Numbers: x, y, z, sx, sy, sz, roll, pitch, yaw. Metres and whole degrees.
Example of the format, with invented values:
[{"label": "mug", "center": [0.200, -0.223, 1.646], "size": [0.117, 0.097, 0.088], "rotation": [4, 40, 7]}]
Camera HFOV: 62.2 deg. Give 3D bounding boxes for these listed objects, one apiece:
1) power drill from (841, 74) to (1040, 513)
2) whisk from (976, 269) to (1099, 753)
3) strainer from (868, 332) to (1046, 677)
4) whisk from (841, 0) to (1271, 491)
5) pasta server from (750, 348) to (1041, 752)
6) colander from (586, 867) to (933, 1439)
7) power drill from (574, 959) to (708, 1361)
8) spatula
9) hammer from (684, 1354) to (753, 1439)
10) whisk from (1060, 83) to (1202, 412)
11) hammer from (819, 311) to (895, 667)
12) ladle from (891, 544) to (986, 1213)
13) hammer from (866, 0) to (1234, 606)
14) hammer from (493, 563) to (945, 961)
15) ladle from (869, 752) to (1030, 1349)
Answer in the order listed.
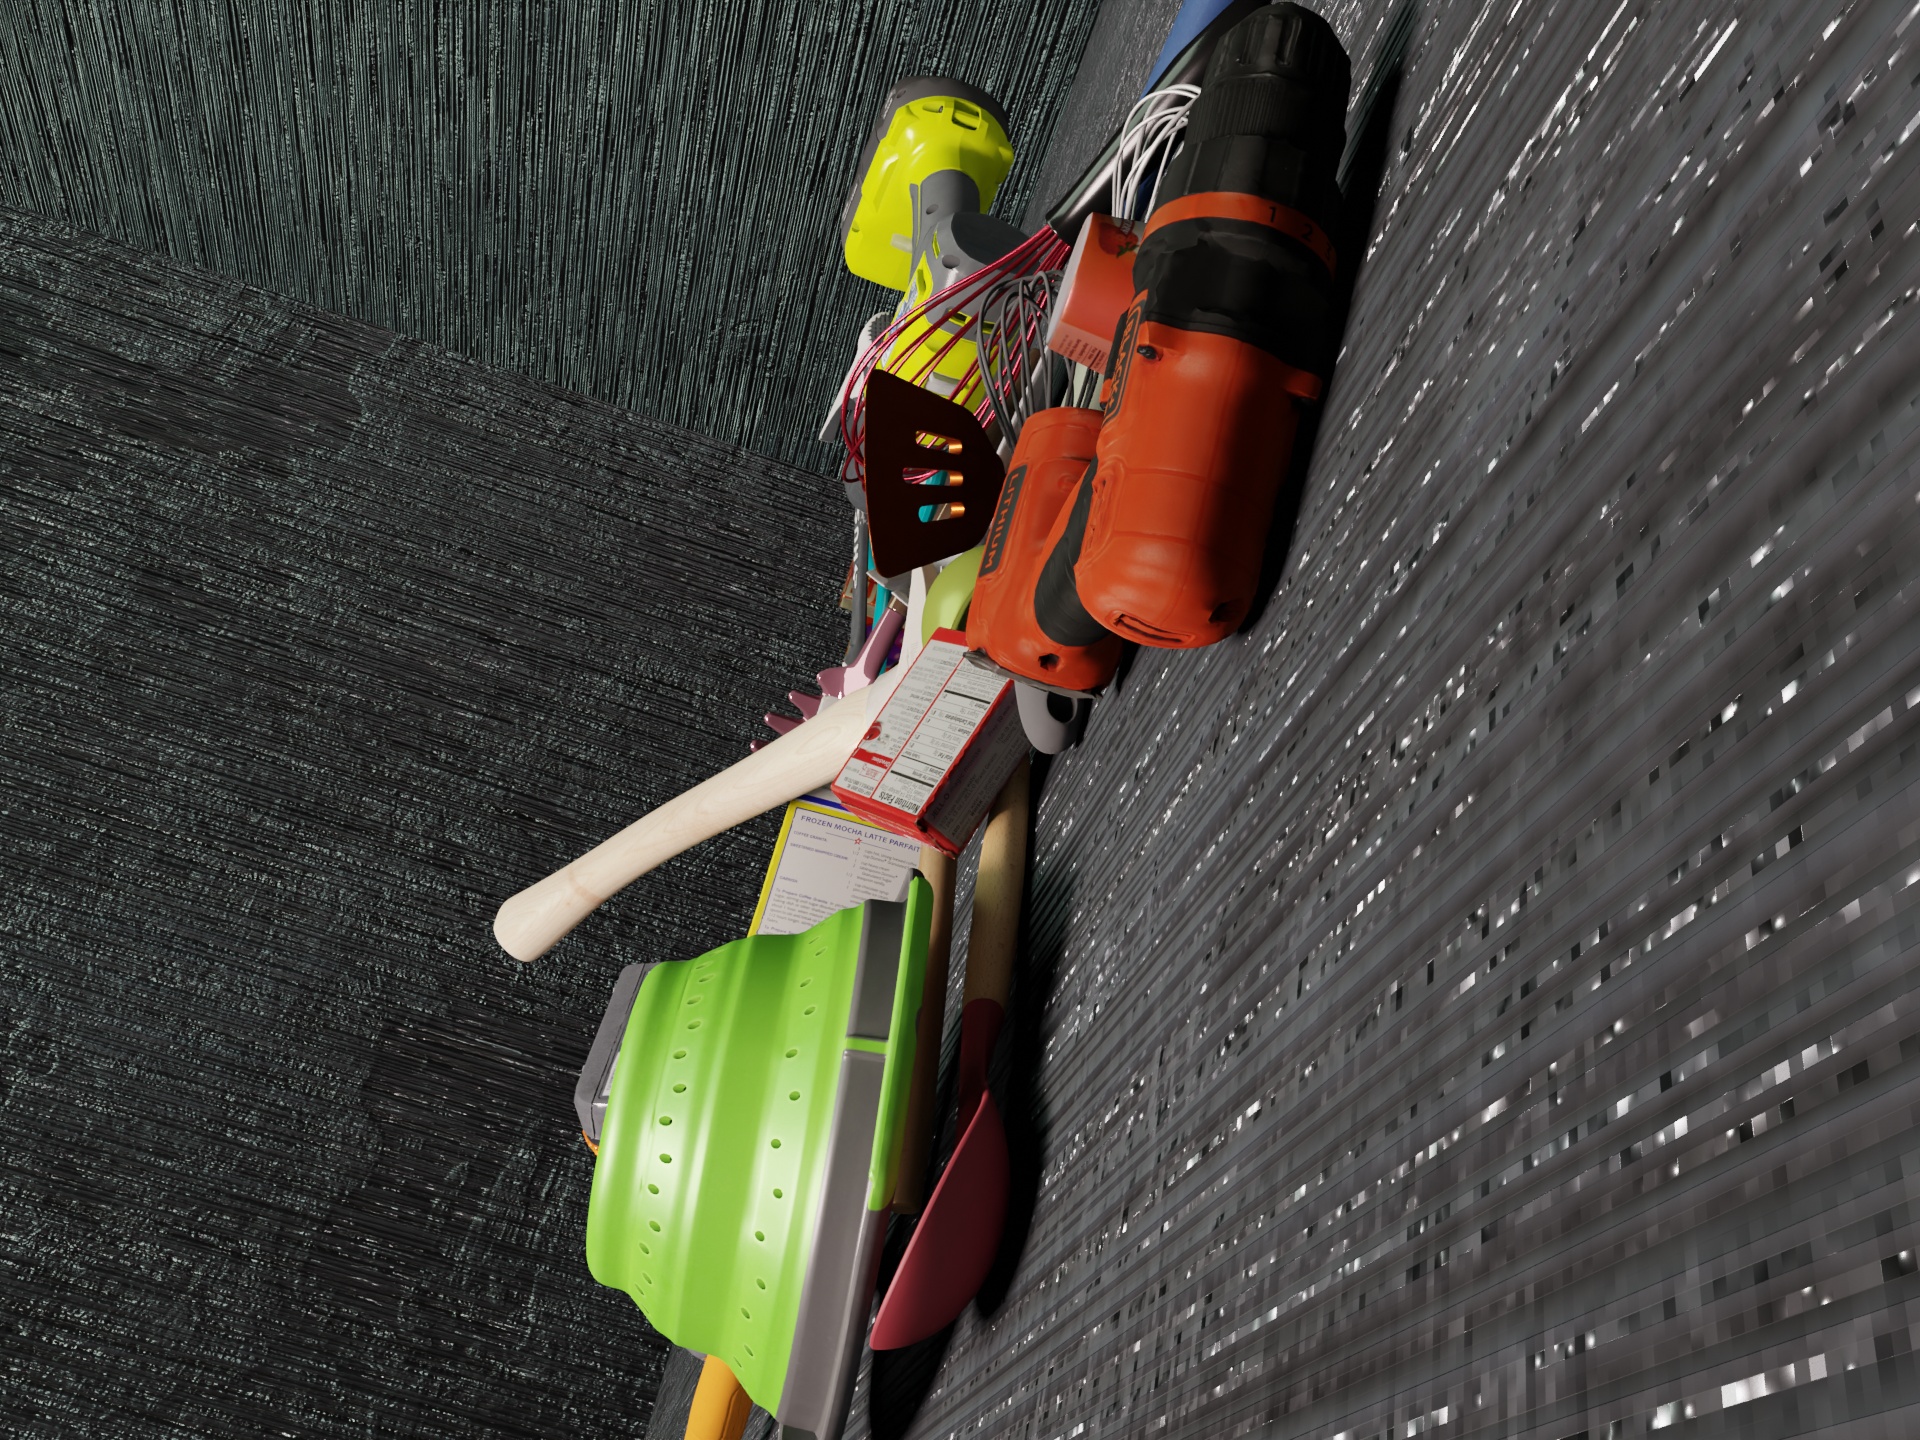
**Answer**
[{"label": "power drill", "center": [-0.023, -0.250, 0.933], "size": [0.190, 0.080, 0.229], "rotation": [123, 153, -44]}, {"label": "whisk", "center": [0.035, -0.092, 0.644], "size": [0.055, 0.055, 0.239], "rotation": [116, 157, -58]}, {"label": "strainer", "center": [-0.006, -0.128, 1.095], "size": [0.211, 0.095, 0.340], "rotation": [-158, 77, -73]}, {"label": "whisk", "center": [0.036, -0.212, 0.736], "size": [0.295, 0.073, 0.073], "rotation": [-44, 20, 30]}, {"label": "pasta server", "center": [-0.030, -0.092, 0.974], "size": [0.040, 0.060, 0.316], "rotation": [32, -94, -52]}, {"label": "colander", "center": [-0.087, 0.193, 0.622], "size": [0.396, 0.094, 0.205], "rotation": [105, 174, -53]}, {"label": "power drill", "center": [-0.142, 0.247, 0.936], "size": [0.164, 0.084, 0.226], "rotation": [-79, -19, -54]}, {"label": "spatula", "center": [0.012, -0.110, 0.762], "size": [0.322, 0.041, 0.081], "rotation": [-28, -64, -78]}, {"label": "hammer", "center": [-0.111, 0.303, 0.806], "size": [0.127, 0.034, 0.336], "rotation": [-18, -49, -50]}, {"label": "whisk", "center": [0.074, -0.184, 0.719], "size": [0.059, 0.058, 0.246], "rotation": [-36, -16, -26]}, {"label": "hammer", "center": [-0.070, -0.051, 1.047], "size": [0.149, 0.036, 0.409], "rotation": [145, 128, -69]}, {"label": "ladle", "center": [0.003, 0.054, 0.689], "size": [0.078, 0.062, 0.320], "rotation": [77, -165, -54]}, {"label": "hammer", "center": [0.059, -0.215, 0.812], "size": [0.144, 0.035, 0.405], "rotation": [-39, -17, -45]}, {"label": "hammer", "center": [-0.147, 0.046, 0.911], "size": [0.410, 0.038, 0.146], "rotation": [-28, 42, 39]}, {"label": "ladle", "center": [0.009, 0.087, 0.553], "size": [0.316, 0.031, 0.069], "rotation": [-78, 7, -62]}]
